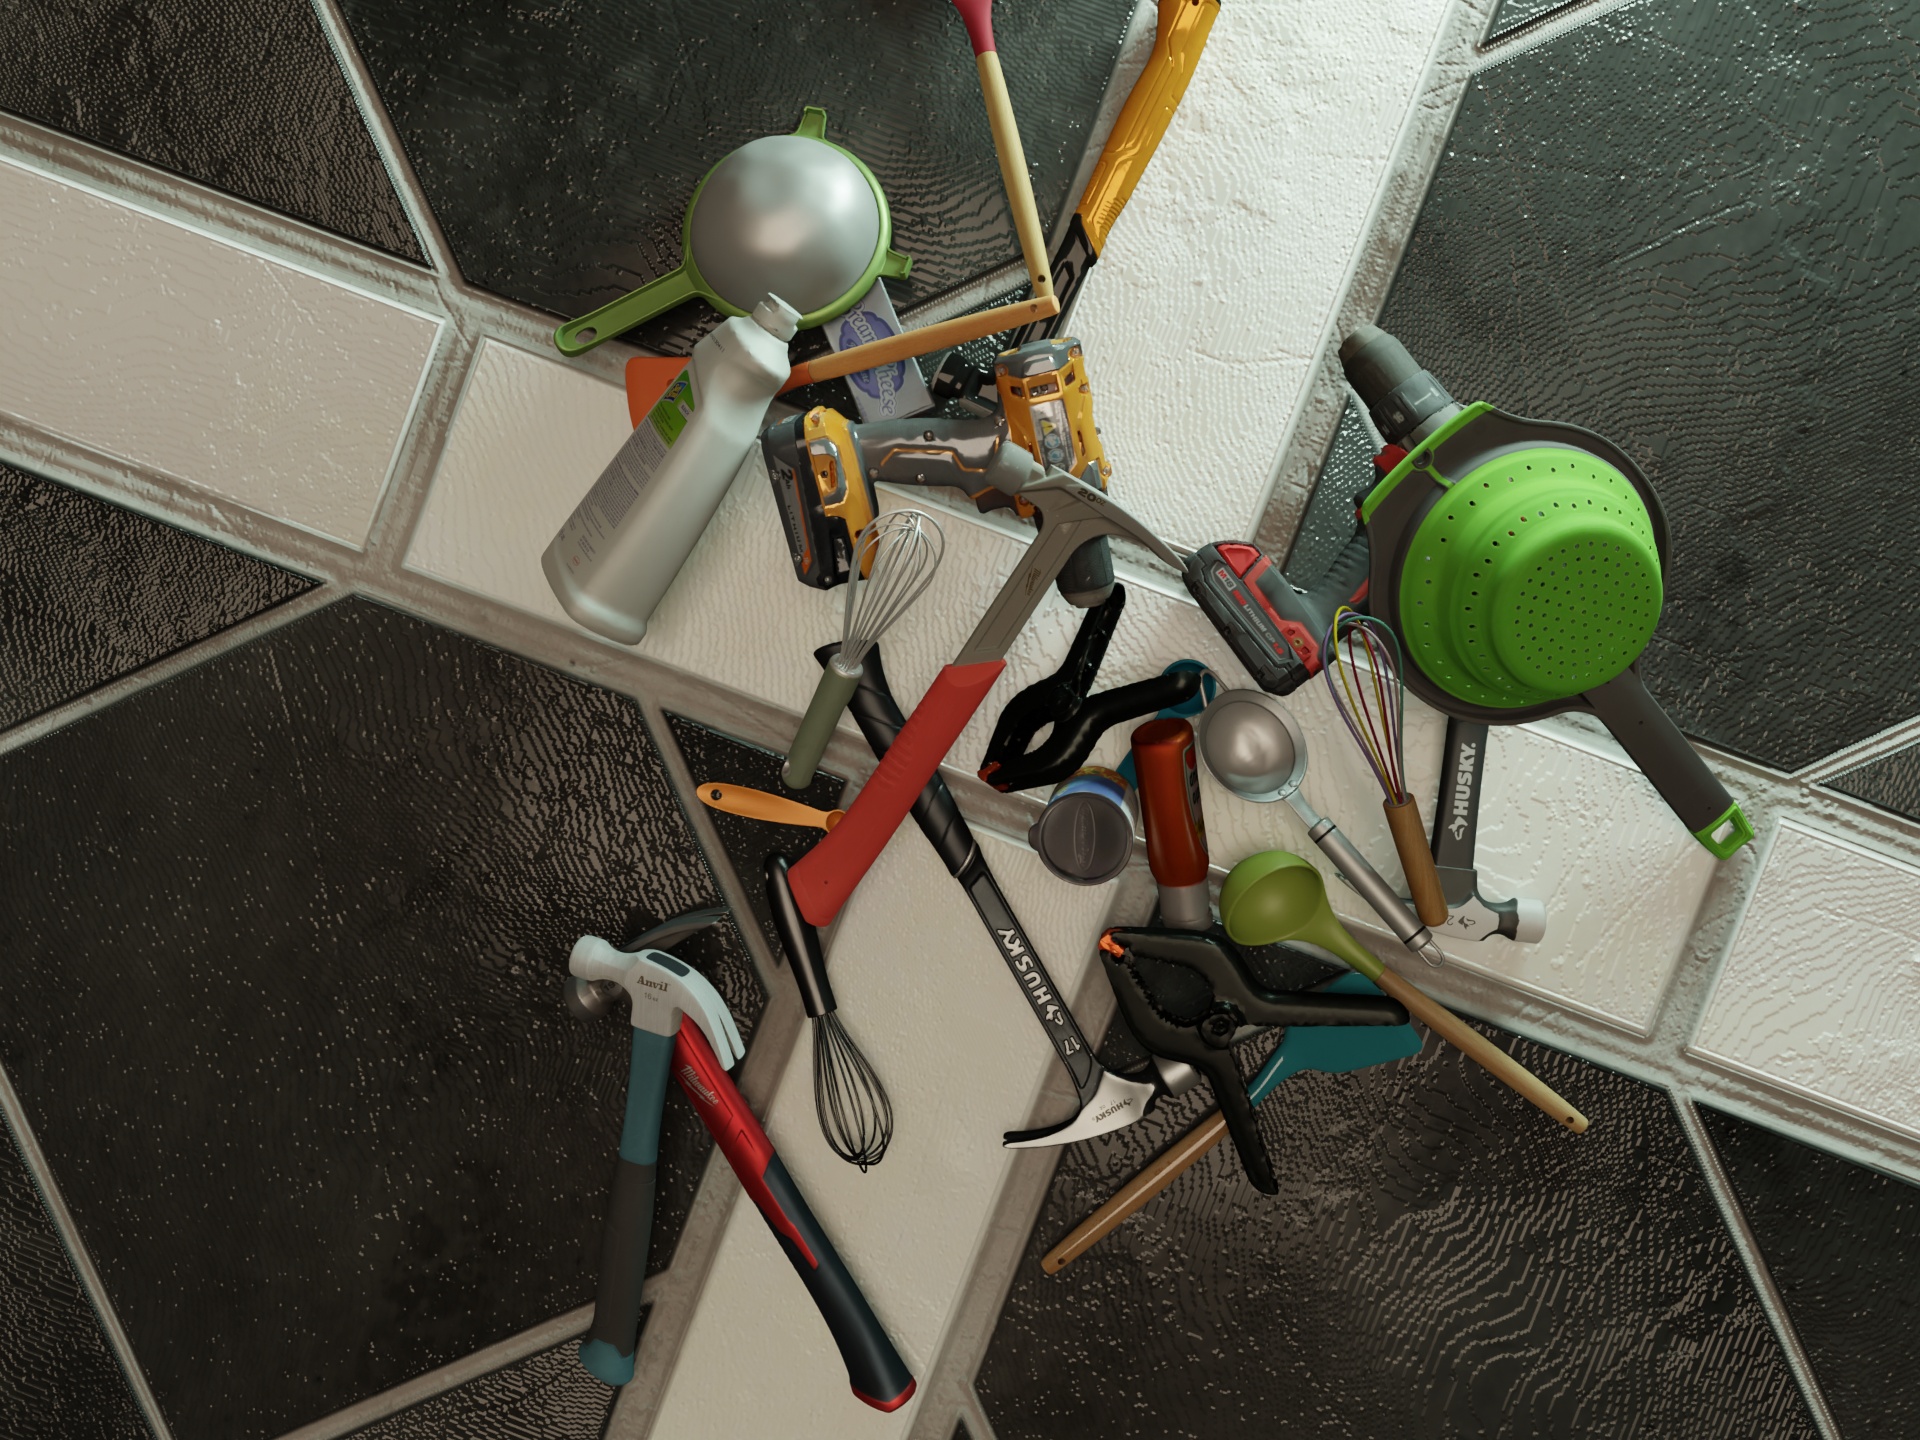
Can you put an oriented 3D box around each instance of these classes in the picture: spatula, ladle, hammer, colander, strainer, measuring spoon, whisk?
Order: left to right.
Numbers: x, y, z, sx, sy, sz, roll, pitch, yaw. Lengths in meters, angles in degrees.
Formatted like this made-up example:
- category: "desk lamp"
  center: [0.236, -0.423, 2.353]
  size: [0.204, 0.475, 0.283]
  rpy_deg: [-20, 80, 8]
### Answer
- category: "hammer"
  center: [-0.232, 0.321, 1.129]
  size: [0.128, 0.033, 0.331]
  rpy_deg: [14, 104, 13]
- category: "strainer"
  center: [-0.172, -0.328, 1.102]
  size: [0.256, 0.069, 0.151]
  rpy_deg: [-28, 78, -3]
- category: "measuring spoon"
  center: [-0.136, 0.064, 1.163]
  size: [0.117, 0.011, 0.021]
  rpy_deg: [12, 92, 5]
- category: "hammer"
  center: [-0.130, 0.320, 1.141]
  size: [0.143, 0.038, 0.386]
  rpy_deg: [-30, 93, 21]
- category: "whisk"
  center: [-0.101, 0.210, 1.148]
  size: [0.055, 0.055, 0.239]
  rpy_deg: [-18, 87, 2]
- category: "spatula"
  center: [-0.086, -0.249, 1.108]
  size: [0.322, 0.041, 0.081]
  rpy_deg: [-10, 91, 23]
- category: "whisk"
  center: [-0.074, -0.044, 1.090]
  size: [0.059, 0.058, 0.246]
  rpy_deg: [12, 127, -21]
- category: "hammer"
  center: [-0.002, -0.003, 1.091]
  size: [0.149, 0.037, 0.359]
  rpy_deg: [31, 103, -11]
- category: "hammer"
  center: [0.009, 0.120, 1.147]
  size: [0.149, 0.036, 0.409]
  rpy_deg: [-30, 90, 4]
- category: "ladle"
  center: [0.025, -0.442, 1.116]
  size: [0.069, 0.031, 0.315]
  rpy_deg: [-14, 85, 7]
- category: "hammer"
  center: [0.106, -0.359, 1.128]
  size: [0.127, 0.034, 0.337]
  rpy_deg: [25, 92, 2]
- category: "measuring spoon"
  center: [0.138, 0.010, 1.150]
  size: [0.042, 0.021, 0.128]
  rpy_deg: [30, 102, -11]
- category: "spatula"
  center: [0.182, 0.299, 1.140]
  size: [0.317, 0.044, 0.082]
  rpy_deg: [-41, 105, 4]
- category: "strainer"
  center: [0.245, 0.072, 1.110]
  size: [0.087, 0.050, 0.258]
  rpy_deg: [-33, 75, -28]
- category: "whisk"
  center: [0.290, 0.033, 1.067]
  size: [0.051, 0.047, 0.244]
  rpy_deg: [-19, 111, 9]
- category: "ladle"
  center: [0.318, 0.201, 1.128]
  size: [0.320, 0.062, 0.078]
  rpy_deg: [37, 110, -2]
- category: "hammer"
  center: [0.357, -0.013, 1.129]
  size: [0.146, 0.035, 0.335]
  rpy_deg: [7, 92, 1]
- category: "colander"
  center: [0.428, -0.028, 1.039]
  size: [0.204, 0.095, 0.396]
  rpy_deg: [-43, 110, 8]

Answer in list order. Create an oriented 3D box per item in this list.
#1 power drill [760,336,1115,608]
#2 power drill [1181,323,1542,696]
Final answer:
- category: "power drill"
  center: [-0.006, -0.151, 1.103]
  size: [0.226, 0.084, 0.185]
  rpy_deg: [-12, 107, 6]
- category: "power drill"
  center: [0.261, -0.143, 1.096]
  size: [0.226, 0.080, 0.188]
  rpy_deg: [-36, 83, 7]
